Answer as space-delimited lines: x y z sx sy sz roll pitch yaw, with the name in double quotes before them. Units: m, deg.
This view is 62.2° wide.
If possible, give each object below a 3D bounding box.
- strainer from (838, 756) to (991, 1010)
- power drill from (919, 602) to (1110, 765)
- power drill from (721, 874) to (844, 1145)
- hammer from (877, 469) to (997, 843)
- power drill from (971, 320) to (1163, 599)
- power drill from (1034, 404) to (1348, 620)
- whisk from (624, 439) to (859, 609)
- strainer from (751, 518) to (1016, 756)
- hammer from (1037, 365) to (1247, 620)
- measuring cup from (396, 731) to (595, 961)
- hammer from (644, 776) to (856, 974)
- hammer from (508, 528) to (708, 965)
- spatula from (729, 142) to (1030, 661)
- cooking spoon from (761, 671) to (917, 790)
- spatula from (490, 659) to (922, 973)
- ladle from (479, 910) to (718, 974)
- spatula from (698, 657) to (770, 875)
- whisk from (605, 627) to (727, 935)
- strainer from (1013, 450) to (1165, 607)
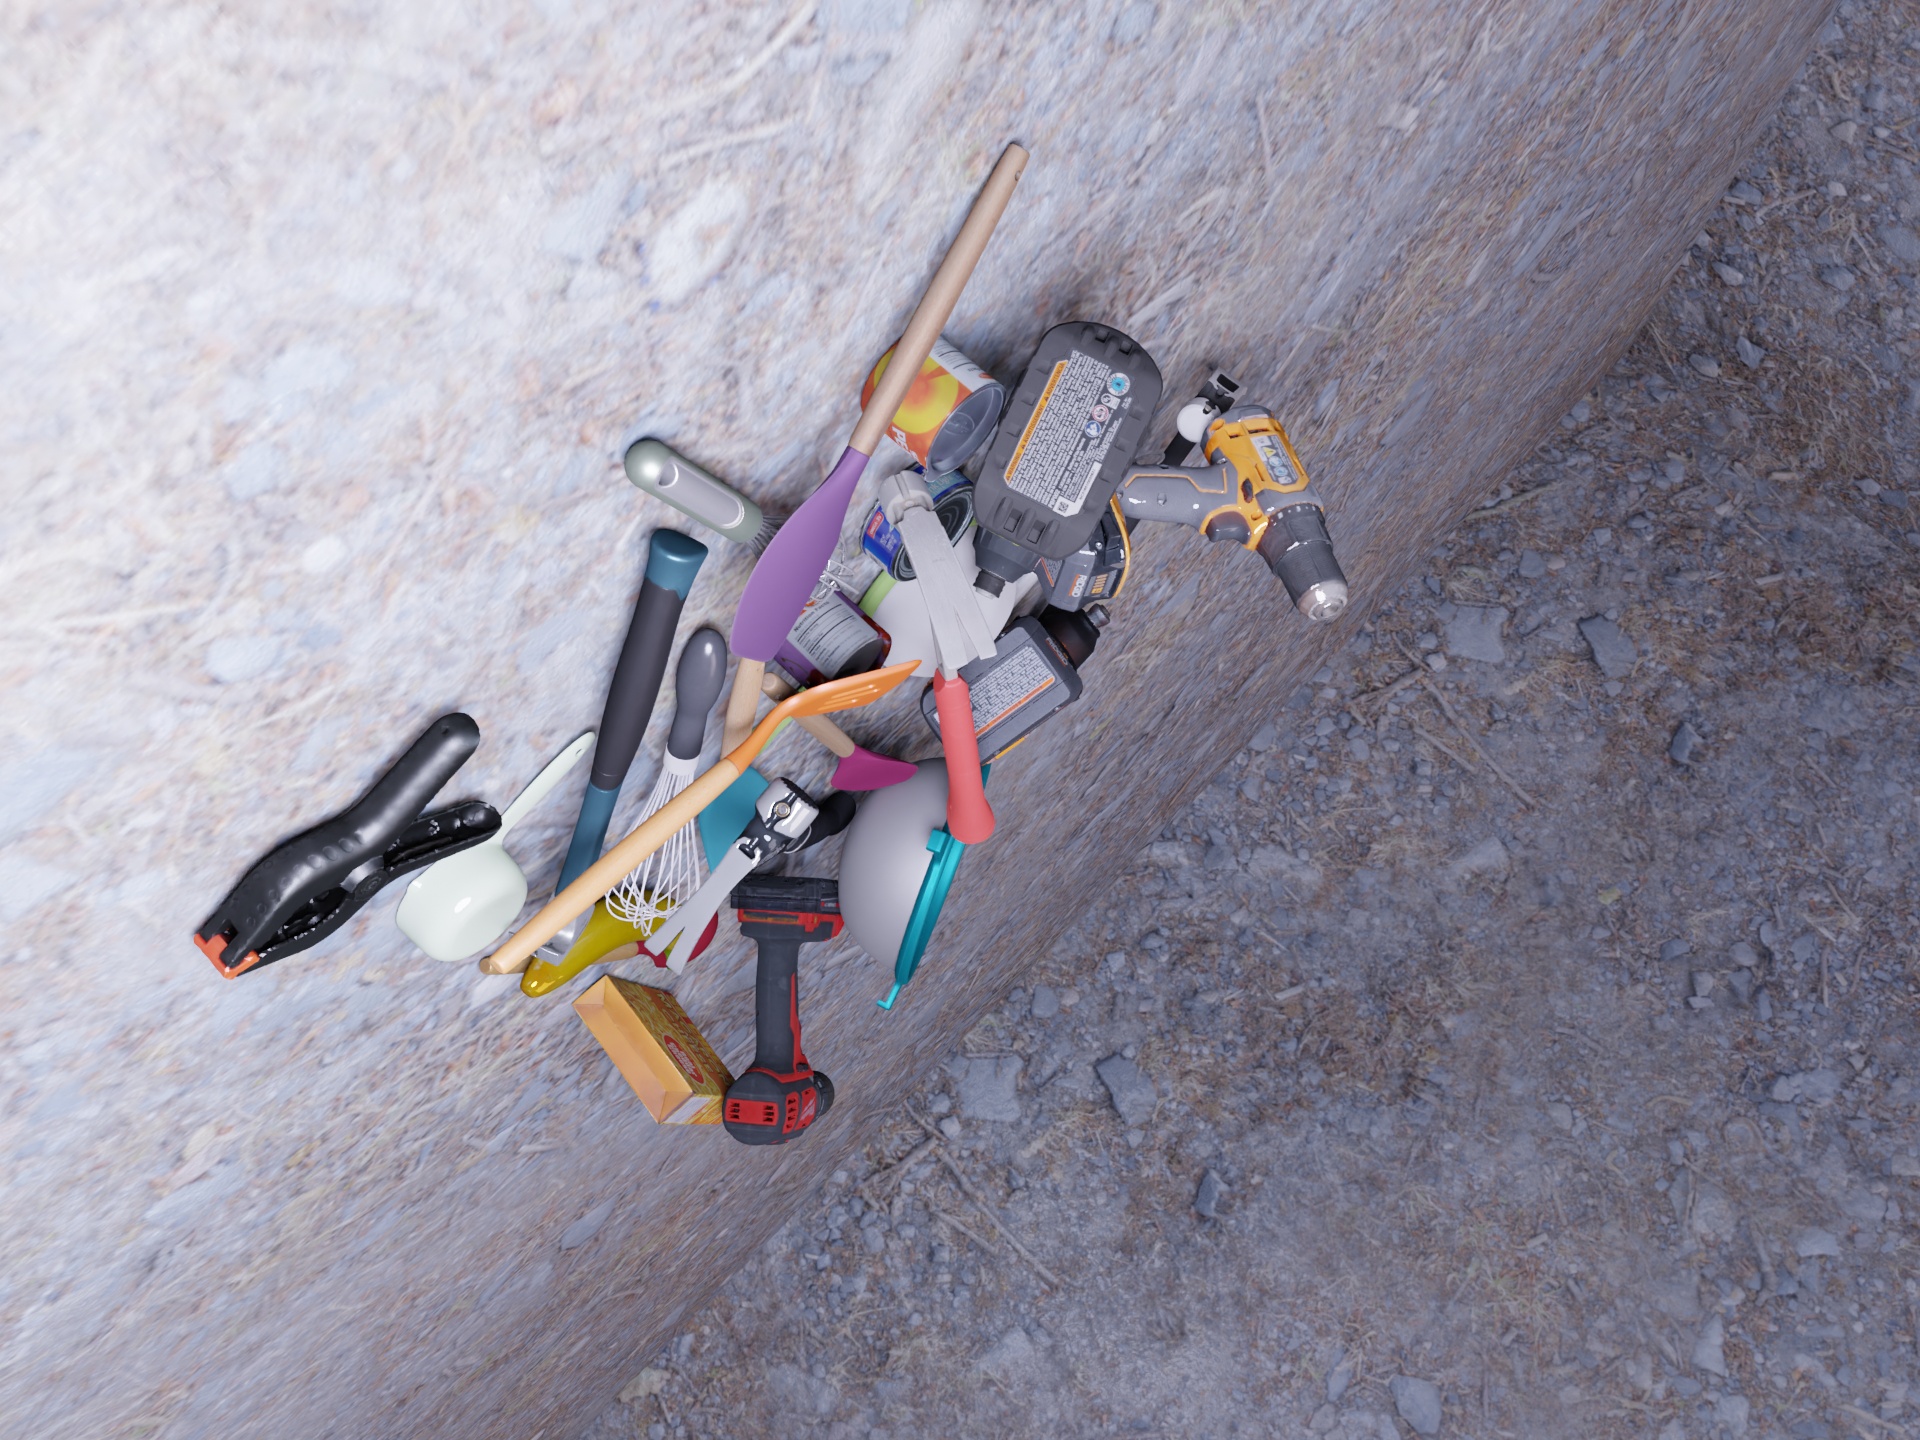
"strainer" -0.037 0.083 1.426 0.340 0.095 0.210 -65 173 -58
"power drill" 0.053 -0.041 1.332 0.164 0.084 0.226 -36 -179 10
"power drill" -0.146 0.252 1.392 0.187 0.080 0.227 33 59 -75
"hammer" -0.002 -0.003 1.093 0.036 0.149 0.358 -18 148 -6
"power drill" 0.056 -0.160 1.016 0.223 0.080 0.171 -123 -122 -88
"power drill" 0.169 -0.142 1.186 0.226 0.186 0.084 -11 151 -17
"whisk" -0.117 -0.108 0.888 0.058 0.059 0.246 -60 159 2
"strainer" -0.046 -0.047 1.175 0.256 0.069 0.151 -42 164 -11
"hammer" 0.144 -0.173 1.407 0.334 0.035 0.146 -54 179 38
"measuring cup" -0.267 0.078 0.956 0.167 0.038 0.083 -47 165 4
"hammer" -0.132 0.095 1.203 0.149 0.036 0.409 -49 177 5
"hammer" -0.206 0.022 0.946 0.128 0.033 0.330 -68 -177 -54
"spatula" -0.045 -0.171 0.874 0.316 0.018 0.059 -60 152 7
"cooking spoon" -0.091 0.014 1.170 0.069 0.017 0.318 -15 163 8
"spatula" -0.151 0.050 0.967 0.323 0.041 0.081 -43 -176 -31
"ladle" -0.267 0.175 1.221 0.069 0.031 0.315 -51 162 10
"spatula" -0.144 0.024 1.076 0.082 0.044 0.317 -45 173 -24
"whisk" -0.191 0.045 1.059 0.070 0.070 0.284 -32 153 -43
"strainer" 0.067 -0.136 1.319 0.258 0.050 0.087 -49 -151 24
